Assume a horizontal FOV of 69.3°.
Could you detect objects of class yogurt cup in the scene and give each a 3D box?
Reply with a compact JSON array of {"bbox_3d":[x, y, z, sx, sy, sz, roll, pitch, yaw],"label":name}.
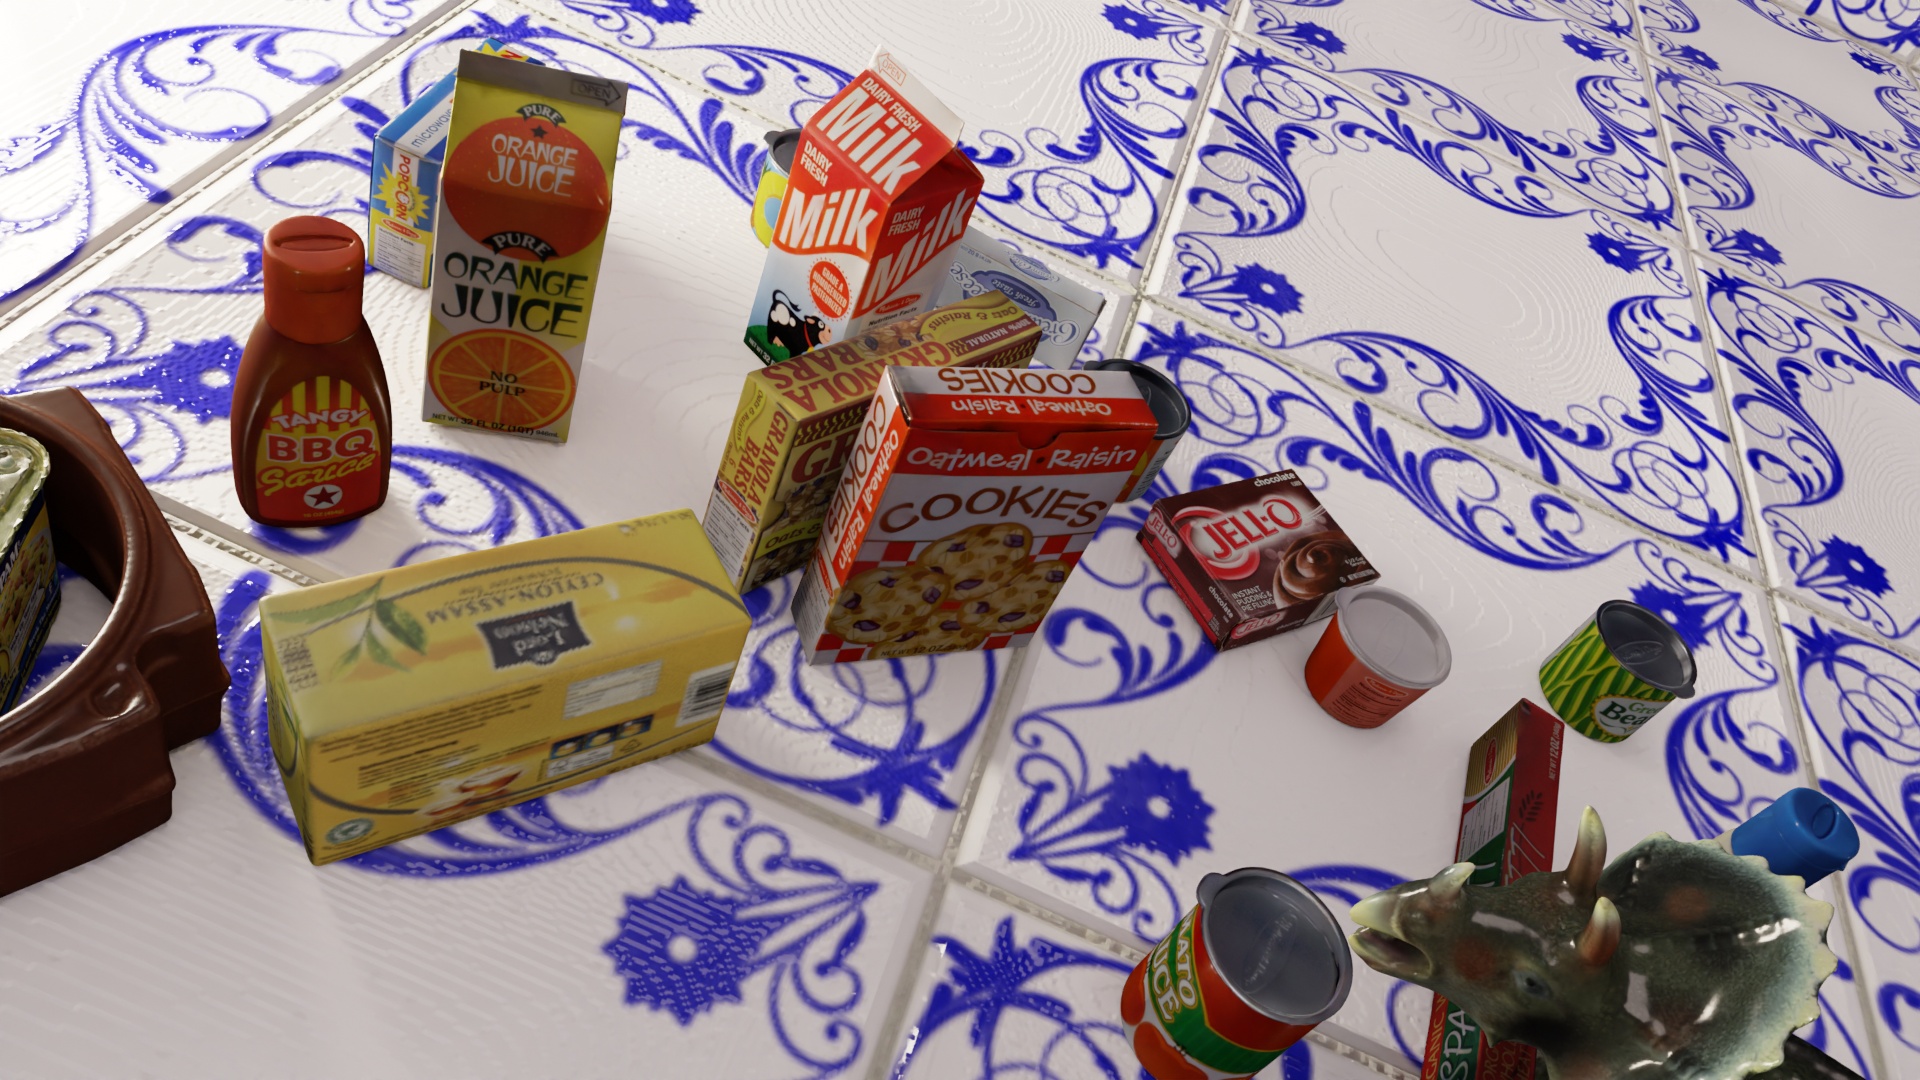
[{"bbox_3d":[0.226,0.067,0.764,0.072,0.053,0.073,13,45,-14],"label":"yogurt cup"}]

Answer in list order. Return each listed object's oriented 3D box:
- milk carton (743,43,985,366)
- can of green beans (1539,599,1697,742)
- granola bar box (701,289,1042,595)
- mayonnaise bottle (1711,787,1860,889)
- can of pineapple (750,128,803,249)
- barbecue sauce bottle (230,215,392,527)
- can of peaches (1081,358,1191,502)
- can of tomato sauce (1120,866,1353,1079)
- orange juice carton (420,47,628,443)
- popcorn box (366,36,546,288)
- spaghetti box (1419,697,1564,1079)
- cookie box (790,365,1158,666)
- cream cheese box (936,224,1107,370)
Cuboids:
[{"bbox_3d":[-0.050,-0.166,0.754,0.074,0.189,0.072,-26,64,-40],"label":"milk carton"},{"bbox_3d":[0.390,0.078,0.827,0.071,0.057,0.071,13,45,-14],"label":"can of green beans"},{"bbox_3d":[-0.044,-0.051,0.697,0.166,0.123,0.039,-27,64,-40],"label":"granola bar box"},{"bbox_3d":[0.356,0.170,0.660,0.065,0.147,0.041,-27,65,-40],"label":"mayonnaise bottle"},{"bbox_3d":[-0.096,-0.218,0.877,0.071,0.057,0.071,13,45,-14],"label":"can of pineapple"},{"bbox_3d":[-0.274,-0.068,0.588,0.065,0.147,0.044,-9,54,-31],"label":"barbecue sauce bottle"},{"bbox_3d":[0.092,-0.066,0.823,0.071,0.057,0.071,13,45,-14],"label":"can of peaches"},{"bbox_3d":[0.111,0.185,0.578,0.071,0.082,0.071,13,45,-14],"label":"can of tomato sauce"},{"bbox_3d":[-0.207,-0.140,0.655,0.072,0.191,0.073,8,47,-18],"label":"orange juice carton"},{"bbox_3d":[-0.276,-0.209,0.764,0.038,0.084,0.127,23,44,-4],"label":"popcorn box"},{"bbox_3d":[0.261,0.179,0.678,0.029,0.049,0.251,29,44,3],"label":"spaghetti box"},{"bbox_3d":[0.002,-0.008,0.648,0.123,0.166,0.040,-2,51,-27],"label":"cookie box"},{"bbox_3d":[0.035,-0.153,0.881,0.104,0.053,0.024,28,44,2],"label":"cream cheese box"}]
